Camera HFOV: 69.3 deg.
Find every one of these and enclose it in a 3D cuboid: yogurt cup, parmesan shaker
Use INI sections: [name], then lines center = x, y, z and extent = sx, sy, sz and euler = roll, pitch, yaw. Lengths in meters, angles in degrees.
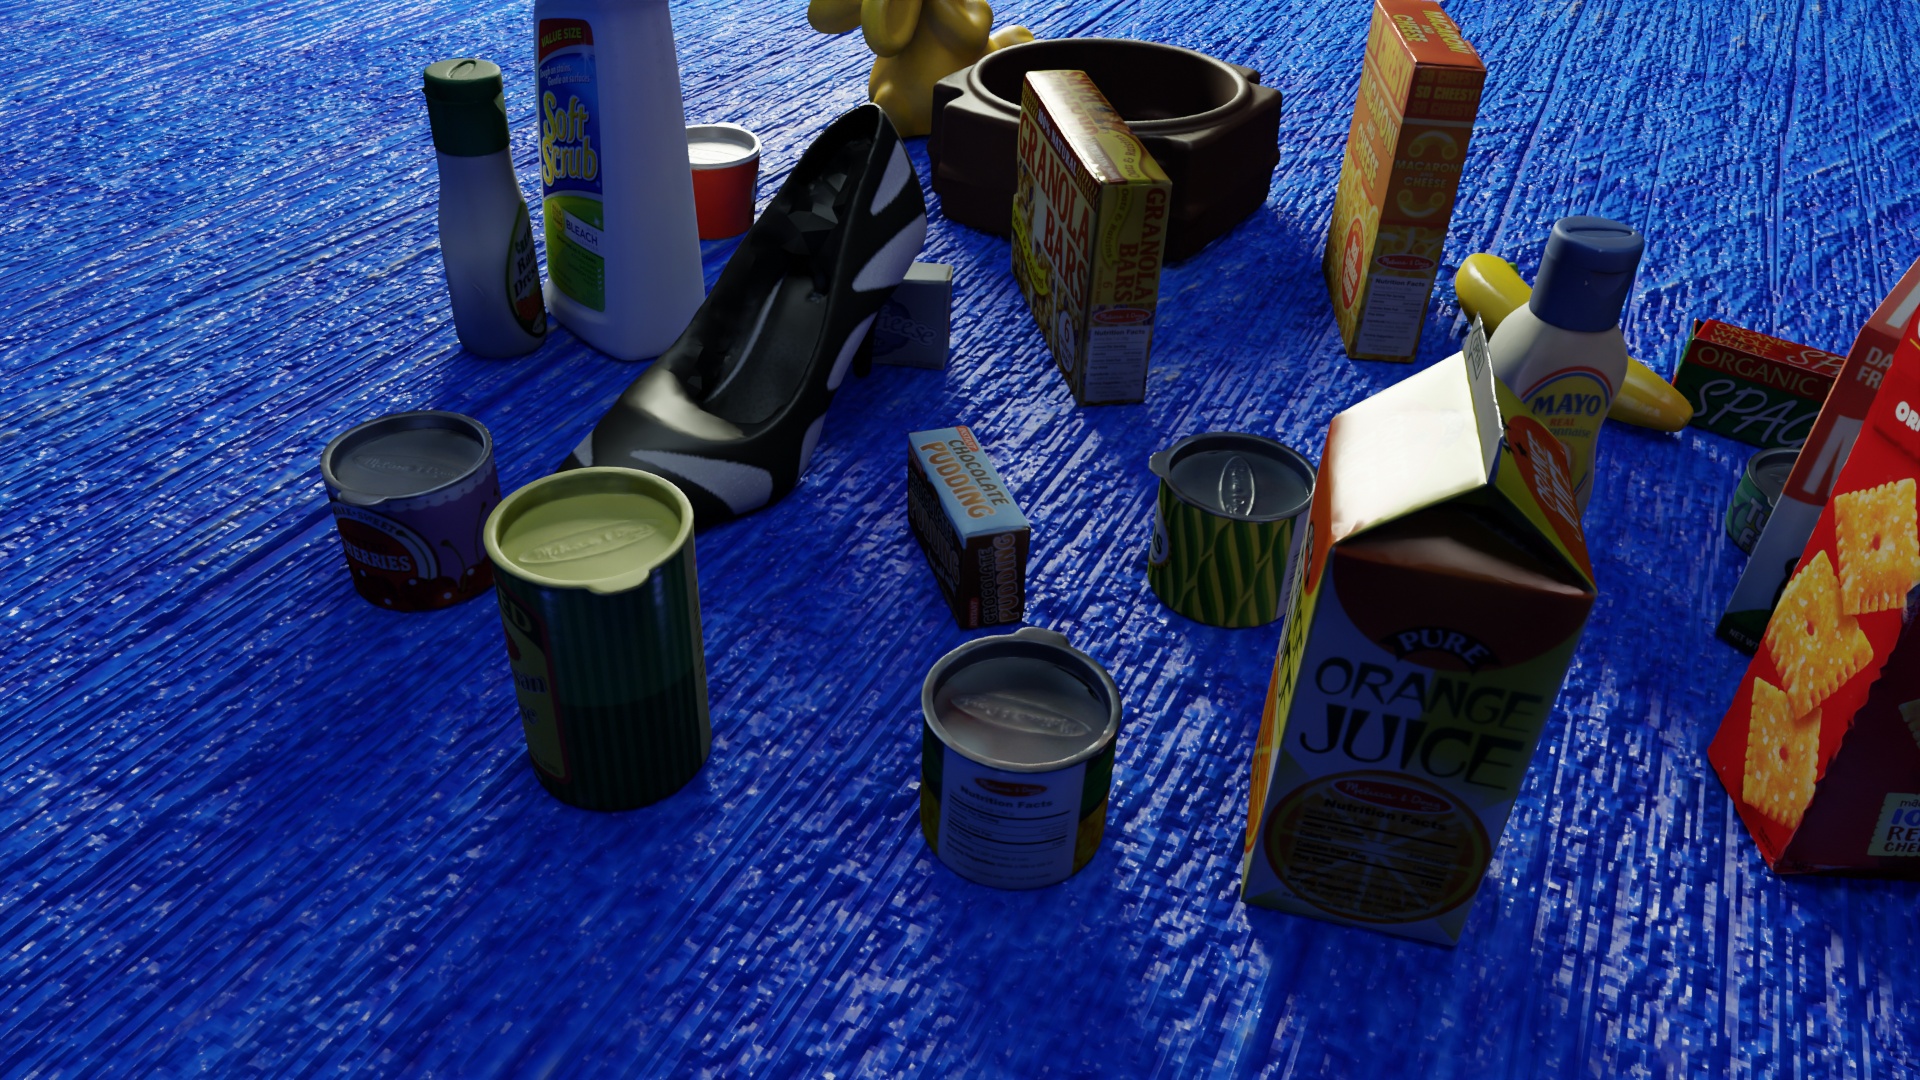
[yogurt cup]
center = -0.158, -0.225, 0.875
extent = 0.072, 0.053, 0.073
euler = 2, 36, -1
[parmesan shaker]
center = -0.121, 0.037, 0.477
extent = 0.071, 0.102, 0.072
euler = 2, 36, -1

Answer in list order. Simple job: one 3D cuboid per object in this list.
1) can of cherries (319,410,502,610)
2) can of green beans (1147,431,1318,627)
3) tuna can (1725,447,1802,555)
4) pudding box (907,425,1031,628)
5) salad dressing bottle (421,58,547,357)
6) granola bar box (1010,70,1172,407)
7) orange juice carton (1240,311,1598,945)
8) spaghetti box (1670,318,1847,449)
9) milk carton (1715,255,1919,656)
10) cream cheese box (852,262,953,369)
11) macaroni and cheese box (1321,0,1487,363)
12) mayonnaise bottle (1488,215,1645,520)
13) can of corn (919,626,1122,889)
[can of cherries]
center = -0.225, -0.011, 0.574
extent = 0.071, 0.058, 0.072
euler = 2, 36, -1
[can of green beans]
center = 0.115, -0.005, 0.590
extent = 0.071, 0.057, 0.071
euler = 2, 36, -1
[tuna can]
center = 0.391, -0.011, 0.640
extent = 0.071, 0.032, 0.071
euler = 2, 36, -1
[pudding box]
center = 0.002, -0.007, 0.592
extent = 0.030, 0.049, 0.084
euler = -9, 38, -15
[salad dressing bottle]
center = -0.244, -0.168, 0.711
extent = 0.044, 0.146, 0.064
euler = 3, 36, 0
[granola bar box]
center = 0.065, -0.167, 0.753
extent = 0.039, 0.123, 0.166
euler = -4, 37, -10
[orange juice carton]
center = 0.139, 0.031, 0.429
extent = 0.073, 0.191, 0.072
euler = 10, 36, 9
[spaghetti box]
center = 0.481, -0.047, 0.681
extent = 0.250, 0.049, 0.029
euler = 25, 41, 27
[milk carton]
center = 0.373, -0.030, 0.531
extent = 0.074, 0.189, 0.072
euler = -23, 43, -31
[cream cheese box]
center = -0.057, -0.123, 0.743
extent = 0.104, 0.053, 0.024
euler = 5, 36, 2
[macaroni and cheese box]
center = 0.244, -0.202, 0.778
extent = 0.040, 0.165, 0.124
euler = 5, 36, 2
[mayonnaise bottle]
center = 0.257, -0.066, 0.608
extent = 0.065, 0.147, 0.041
euler = -1, 36, -5
[can of corn]
center = 0.020, 0.074, 0.475
extent = 0.071, 0.058, 0.071
euler = 2, 36, -1
